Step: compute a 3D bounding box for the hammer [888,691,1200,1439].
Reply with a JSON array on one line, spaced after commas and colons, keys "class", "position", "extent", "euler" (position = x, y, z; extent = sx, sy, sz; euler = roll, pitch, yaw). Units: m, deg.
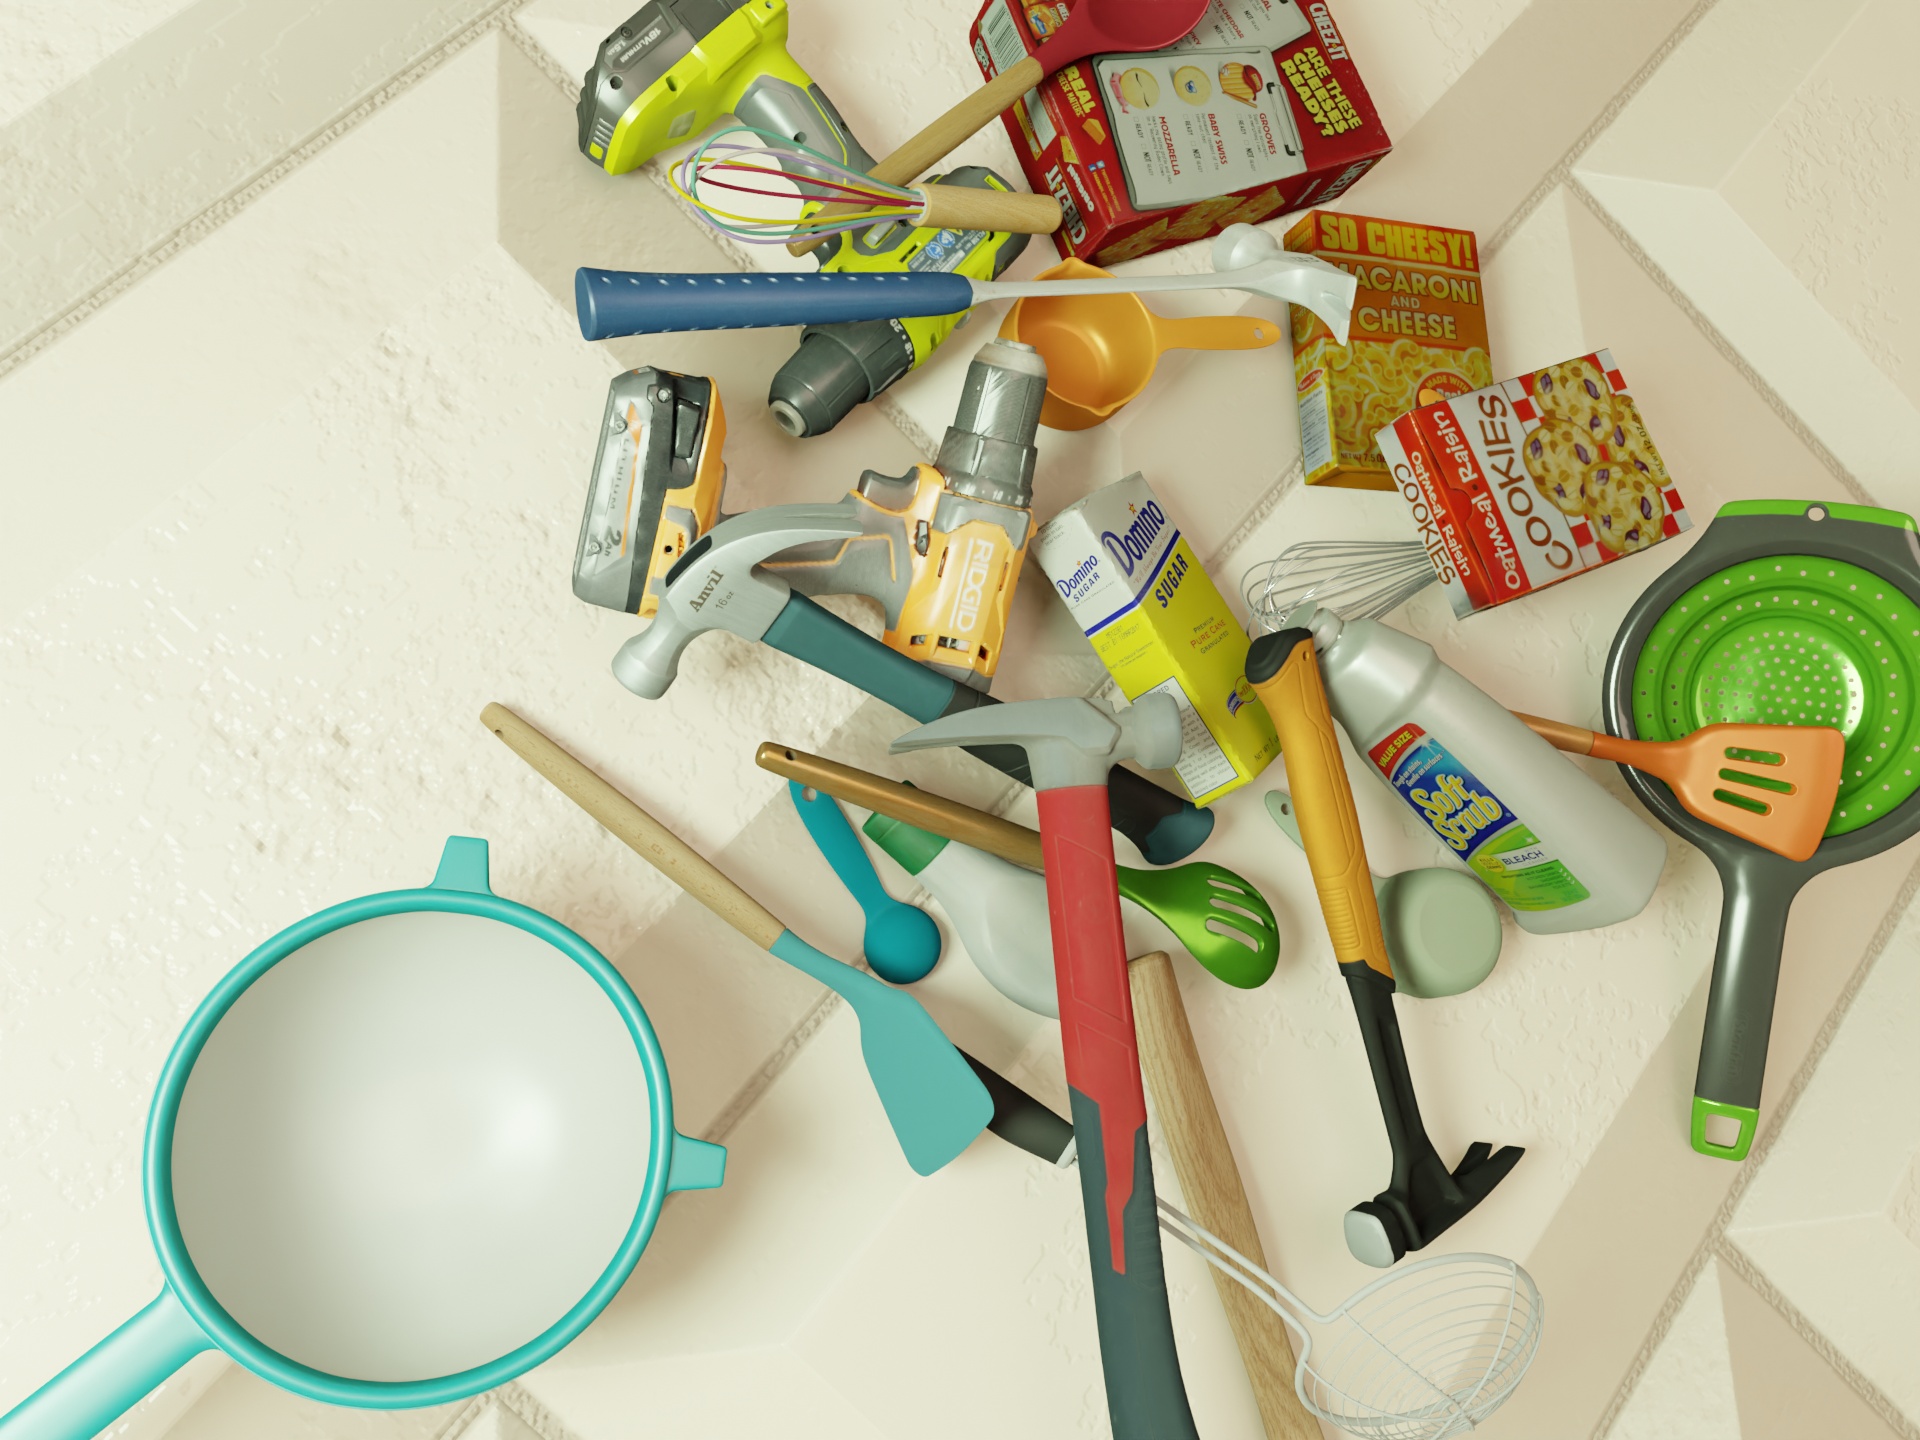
[{"class": "hammer", "position": [0.054, 0.181, 0.748], "extent": [0.143, 0.038, 0.386], "euler": [-5, 80, -6]}]

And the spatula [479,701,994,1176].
[{"class": "spatula", "position": [-0.115, 0.097, 0.779], "extent": [0.317, 0.082, 0.044], "euler": [38, 43, 1]}]

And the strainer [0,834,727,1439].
[{"class": "strainer", "position": [-0.284, 0.221, 0.680], "extent": [0.340, 0.095, 0.211], "euler": [-38, 89, -20]}]

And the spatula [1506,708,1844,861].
[{"class": "spatula", "position": [0.350, 0.008, 0.937], "extent": [0.322, 0.041, 0.081], "euler": [13, 95, -2]}]

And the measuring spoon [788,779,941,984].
[{"class": "measuring spoon", "position": [-0.051, 0.079, 0.827], "extent": [0.042, 0.021, 0.128], "euler": [-33, 91, -22]}]

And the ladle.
[{"class": "ladle", "position": [0.024, -0.341, 0.865], "extent": [0.315, 0.031, 0.069], "euler": [-42, 98, -19]}]

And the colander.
[{"class": "colander", "position": [0.496, 0.067, 0.982], "extent": [0.204, 0.094, 0.397], "euler": [9, 93, 24]}]

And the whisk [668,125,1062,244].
[{"class": "whisk", "position": [-0.040, -0.265, 0.804], "extent": [0.245, 0.047, 0.051], "euler": [-12, 115, -41]}]

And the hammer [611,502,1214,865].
[{"class": "hammer", "position": [-0.001, -0.003, 0.811], "extent": [0.330, 0.033, 0.128], "euler": [28, 111, -27]}]

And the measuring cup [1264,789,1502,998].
[{"class": "measuring cup", "position": [0.244, 0.094, 0.916], "extent": [0.167, 0.038, 0.083], "euler": [41, 69, -9]}]

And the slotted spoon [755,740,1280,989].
[{"class": "slotted spoon", "position": [0.041, 0.069, 0.820], "extent": [0.313, 0.031, 0.070], "euler": [21, 51, -18]}]

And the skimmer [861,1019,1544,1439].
[{"class": "skimmer", "position": [0.116, 0.238, 0.804], "extent": [0.363, 0.127, 0.090], "euler": [32, 25, 12]}]

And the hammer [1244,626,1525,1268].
[{"class": "hammer", "position": [0.219, 0.112, 0.859], "extent": [0.127, 0.034, 0.337], "euler": [-19, 96, -36]}]

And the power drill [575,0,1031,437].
[{"class": "power drill", "position": [-0.094, -0.281, 0.864], "extent": [0.228, 0.080, 0.190], "euler": [43, 68, -9]}]

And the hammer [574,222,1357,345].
[{"class": "hammer", "position": [0.014, -0.218, 0.808], "extent": [0.405, 0.144, 0.035], "euler": [-8, 120, -20]}]

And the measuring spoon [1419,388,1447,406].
[{"class": "measuring spoon", "position": [0.324, -0.163, 0.972], "extent": [0.117, 0.011, 0.021], "euler": [40, 68, -10]}]

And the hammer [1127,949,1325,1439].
[{"class": "hammer", "position": [0.144, 0.286, 0.845], "extent": [0.130, 0.031, 0.331], "euler": [-16, 83, -22]}]

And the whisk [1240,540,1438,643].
[{"class": "whisk", "position": [0.286, -0.098, 0.966], "extent": [0.284, 0.070, 0.070], "euler": [-18, 85, -26]}]

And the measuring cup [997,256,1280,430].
[{"class": "measuring cup", "position": [0.102, -0.216, 0.930], "extent": [0.173, 0.052, 0.095], "euler": [-7, 81, -22]}]

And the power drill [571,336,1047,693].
[{"class": "power drill", "position": [-0.068, -0.120, 0.806], "extent": [0.226, 0.084, 0.185], "euler": [11, 103, -17]}]
